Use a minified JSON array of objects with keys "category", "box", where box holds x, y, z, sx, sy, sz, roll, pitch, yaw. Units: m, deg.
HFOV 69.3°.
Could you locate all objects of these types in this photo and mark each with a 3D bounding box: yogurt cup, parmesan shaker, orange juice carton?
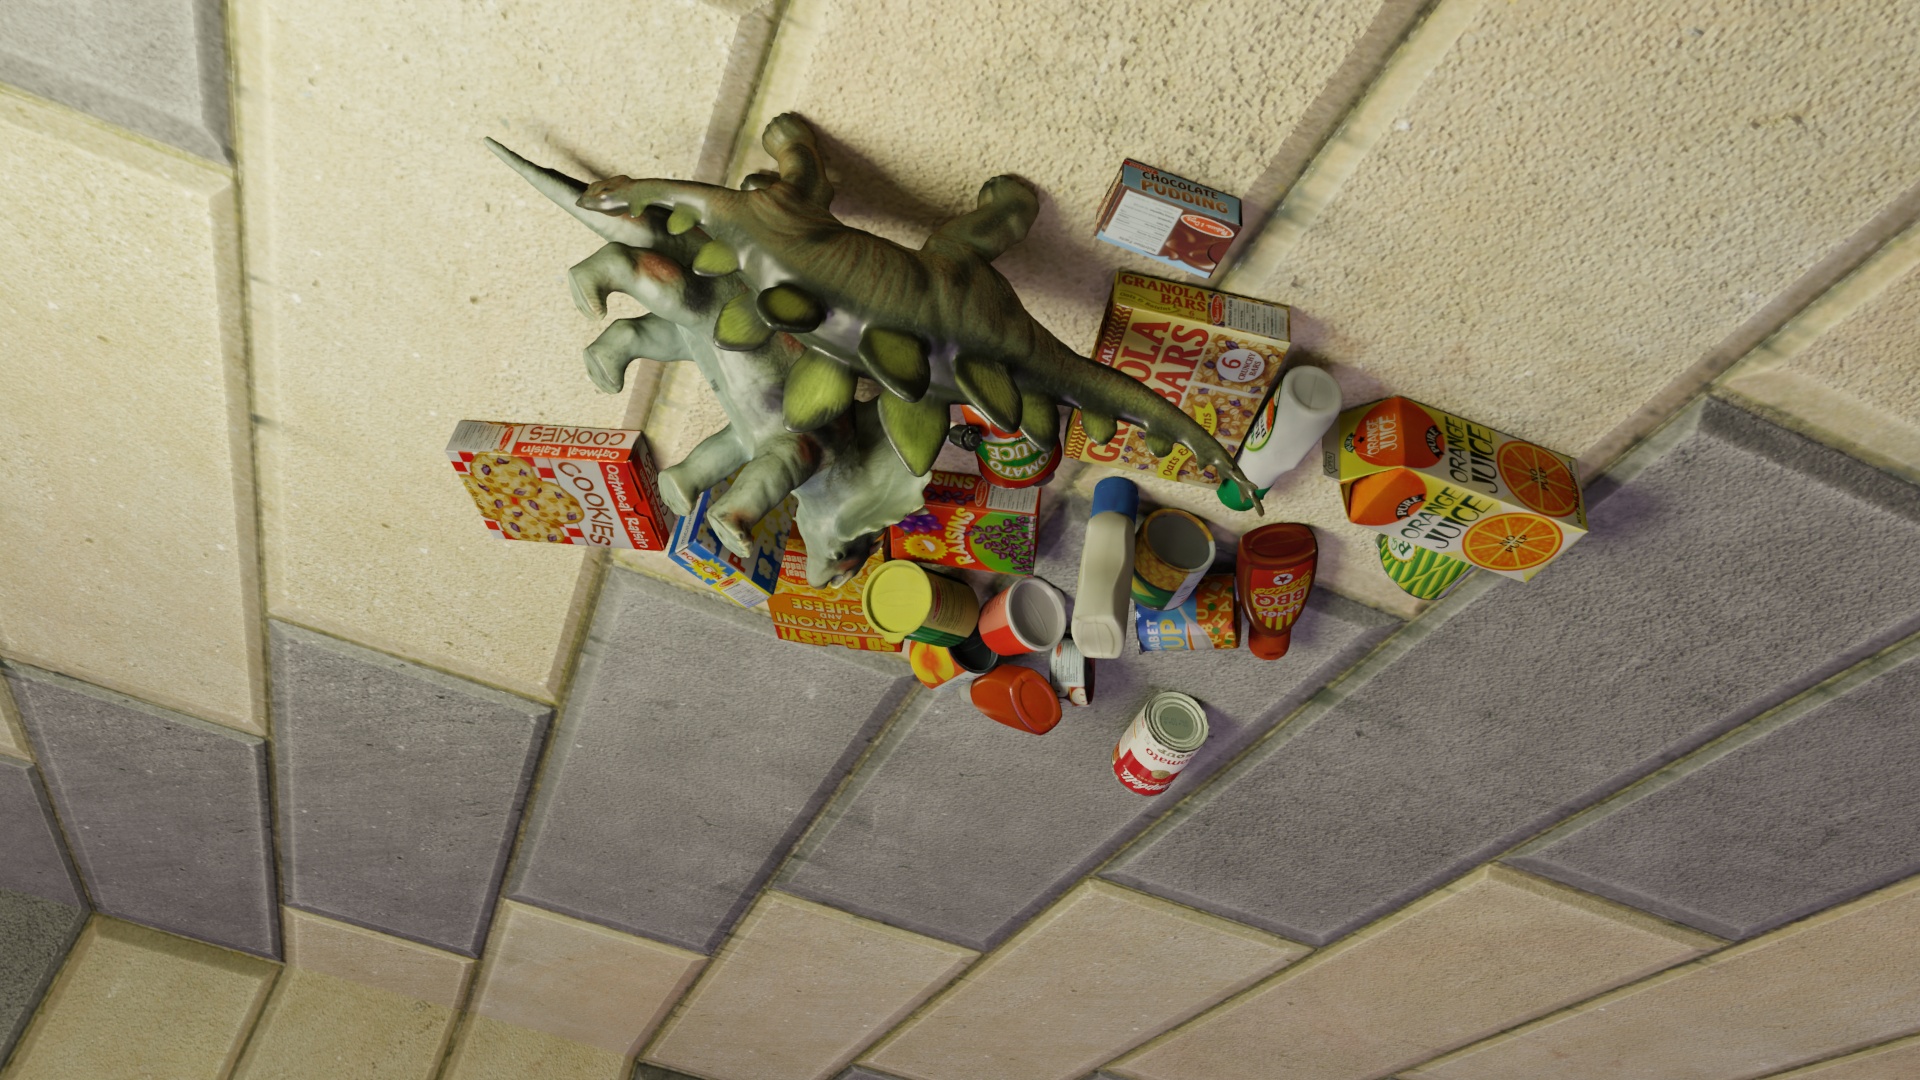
[{"category":"yogurt cup","box":[0.053,0.072,1.250,0.072,0.073,0.053,32,146,-25]},{"category":"parmesan shaker","box":[-0.034,0.060,1.218,0.071,0.071,0.103,-7,167,23]},{"category":"orange juice carton","box":[0.350,-0.043,1.017,0.193,0.072,0.072,18,142,-9]}]

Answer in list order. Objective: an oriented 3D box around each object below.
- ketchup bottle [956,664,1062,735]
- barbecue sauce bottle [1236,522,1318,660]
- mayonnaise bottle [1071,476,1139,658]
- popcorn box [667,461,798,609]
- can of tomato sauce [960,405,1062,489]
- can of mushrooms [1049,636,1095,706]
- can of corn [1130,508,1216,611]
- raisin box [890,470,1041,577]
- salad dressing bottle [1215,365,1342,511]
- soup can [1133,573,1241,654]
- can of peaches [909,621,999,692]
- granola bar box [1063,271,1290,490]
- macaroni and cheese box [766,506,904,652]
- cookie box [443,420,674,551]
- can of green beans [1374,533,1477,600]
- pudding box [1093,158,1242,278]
[{"category":"ketchup bottle","box":[0.040,0.146,1.315,0.064,0.044,0.148,58,160,-12]},{"category":"barbecue sauce bottle","box":[0.265,0.046,1.177,0.065,0.044,0.147,-10,141,1]},{"category":"mayonnaise bottle","box":[0.115,0.017,1.091,0.041,0.149,0.064,1,141,14]},{"category":"popcorn box","box":[-0.183,-0.018,1.141,0.038,0.127,0.085,-27,129,35]},{"category":"can of tomato sauce","box":[0.038,-0.088,1.040,0.071,0.071,0.082,-1,141,15]},{"category":"can of mushrooms","box":[0.105,0.123,1.301,0.033,0.071,0.070,-2,141,15]},{"category":"can of corn","box":[0.167,0.014,1.144,0.071,0.071,0.058,17,142,-7]},{"category":"raisin box","box":[0.004,-0.015,1.170,0.123,0.040,0.085,8,144,6]},{"category":"salad dressing bottle","box":[0.231,-0.071,1.025,0.044,0.064,0.147,19,150,-2]},{"category":"soup can","box":[0.196,0.064,1.196,0.084,0.072,0.071,-3,141,18]},{"category":"can of peaches","box":[-0.007,0.101,1.304,0.071,0.071,0.058,31,139,-24]},{"category":"granola bar box","box":[0.153,-0.112,1.005,0.124,0.039,0.164,12,143,-2]},{"category":"macaroni and cheese box","box":[-0.118,0.038,1.268,0.124,0.040,0.165,5,142,9]},{"category":"cookie box","box":[-0.348,-0.046,1.218,0.167,0.040,0.122,4,142,9]},{"category":"can of green beans","box":[0.369,0.004,1.078,0.071,0.071,0.057,18,142,-9]},{"category":"pudding box","box":[0.133,-0.206,0.895,0.084,0.030,0.049,17,141,-8]}]
